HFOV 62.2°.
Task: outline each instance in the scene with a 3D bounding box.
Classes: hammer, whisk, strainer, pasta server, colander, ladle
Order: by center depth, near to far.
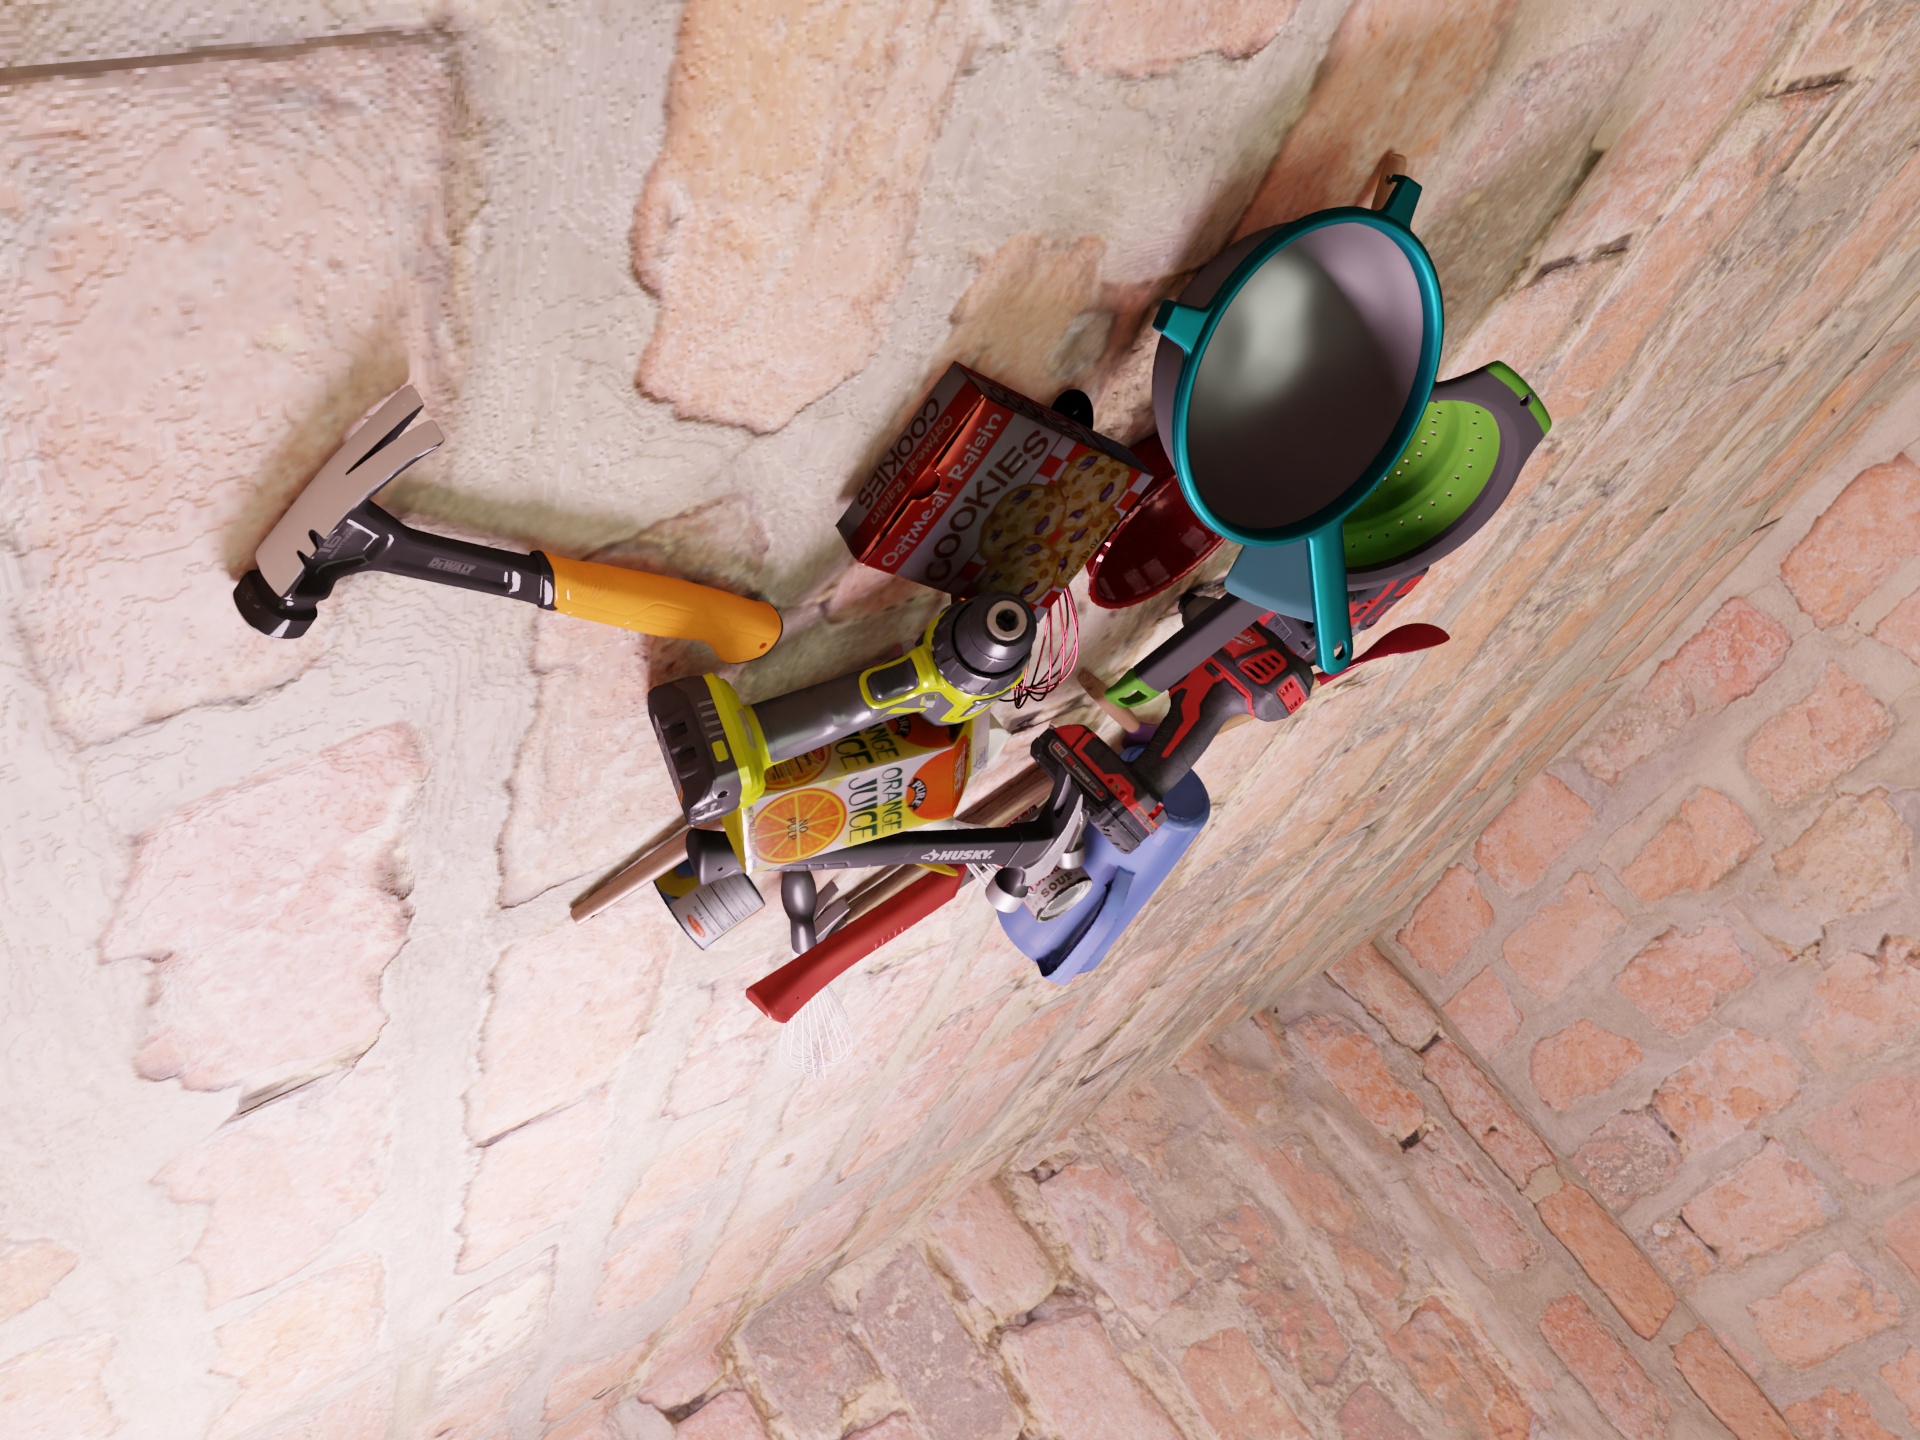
[{"bbox_3d":[-0.192,-0.074,0.812,0.127,0.034,0.336,-44,157,18],"label":"hammer"},{"bbox_3d":[0.207,-0.176,1.035,0.211,0.095,0.340,-32,133,-16],"label":"strainer"},{"bbox_3d":[0.058,-0.110,1.095,0.073,0.073,0.295,-27,149,-25],"label":"whisk"},{"bbox_3d":[-0.147,0.048,1.135,0.316,0.040,0.060,-34,158,0],"label":"pasta server"},{"bbox_3d":[-0.052,0.092,1.185,0.334,0.035,0.146,2,133,-38],"label":"hammer"},{"bbox_3d":[0.258,-0.155,1.246,0.397,0.095,0.204,-39,140,23],"label":"colander"},{"bbox_3d":[-0.010,0.088,1.302,0.058,0.059,0.246,-42,135,15],"label":"whisk"},{"bbox_3d":[-0.030,0.144,1.373,0.359,0.037,0.149,-30,130,-27],"label":"hammer"},{"bbox_3d":[-0.135,0.222,1.395,0.070,0.070,0.284,-27,139,-25],"label":"whisk"},{"bbox_3d":[-0.013,0.117,1.463,0.331,0.031,0.130,-35,158,-8],"label":"hammer"},{"bbox_3d":[0.338,-0.029,1.606,0.315,0.031,0.069,-26,-175,19],"label":"ladle"}]

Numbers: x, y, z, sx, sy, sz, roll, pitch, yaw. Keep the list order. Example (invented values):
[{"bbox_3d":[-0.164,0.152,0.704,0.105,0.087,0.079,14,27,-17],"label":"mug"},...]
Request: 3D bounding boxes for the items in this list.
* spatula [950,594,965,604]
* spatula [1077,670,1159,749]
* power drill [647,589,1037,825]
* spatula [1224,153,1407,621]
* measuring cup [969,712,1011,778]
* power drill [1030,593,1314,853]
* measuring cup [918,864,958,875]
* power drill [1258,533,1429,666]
[{"bbox_3d":[0.002,-0.045,1.106,0.081,0.041,0.322,-20,140,-25],"label":"spatula"},{"bbox_3d":[0.159,-0.002,1.501,0.060,0.018,0.315,-21,161,14],"label":"spatula"},{"bbox_3d":[-0.066,-0.015,0.954,0.228,0.080,0.190,-19,175,-13],"label":"power drill"},{"bbox_3d":[0.253,-0.219,1.077,0.044,0.082,0.317,-42,147,-49],"label":"spatula"},{"bbox_3d":[-0.002,-0.004,1.235,0.083,0.038,0.167,-30,155,-18],"label":"measuring cup"},{"bbox_3d":[0.174,-0.007,1.340,0.219,0.143,0.078,-43,143,2],"label":"power drill"},{"bbox_3d":[-0.048,0.096,1.291,0.156,0.062,0.029,26,96,-45],"label":"measuring cup"},{"bbox_3d":[0.329,-0.091,1.516,0.226,0.080,0.187,-22,161,-43],"label":"power drill"}]
